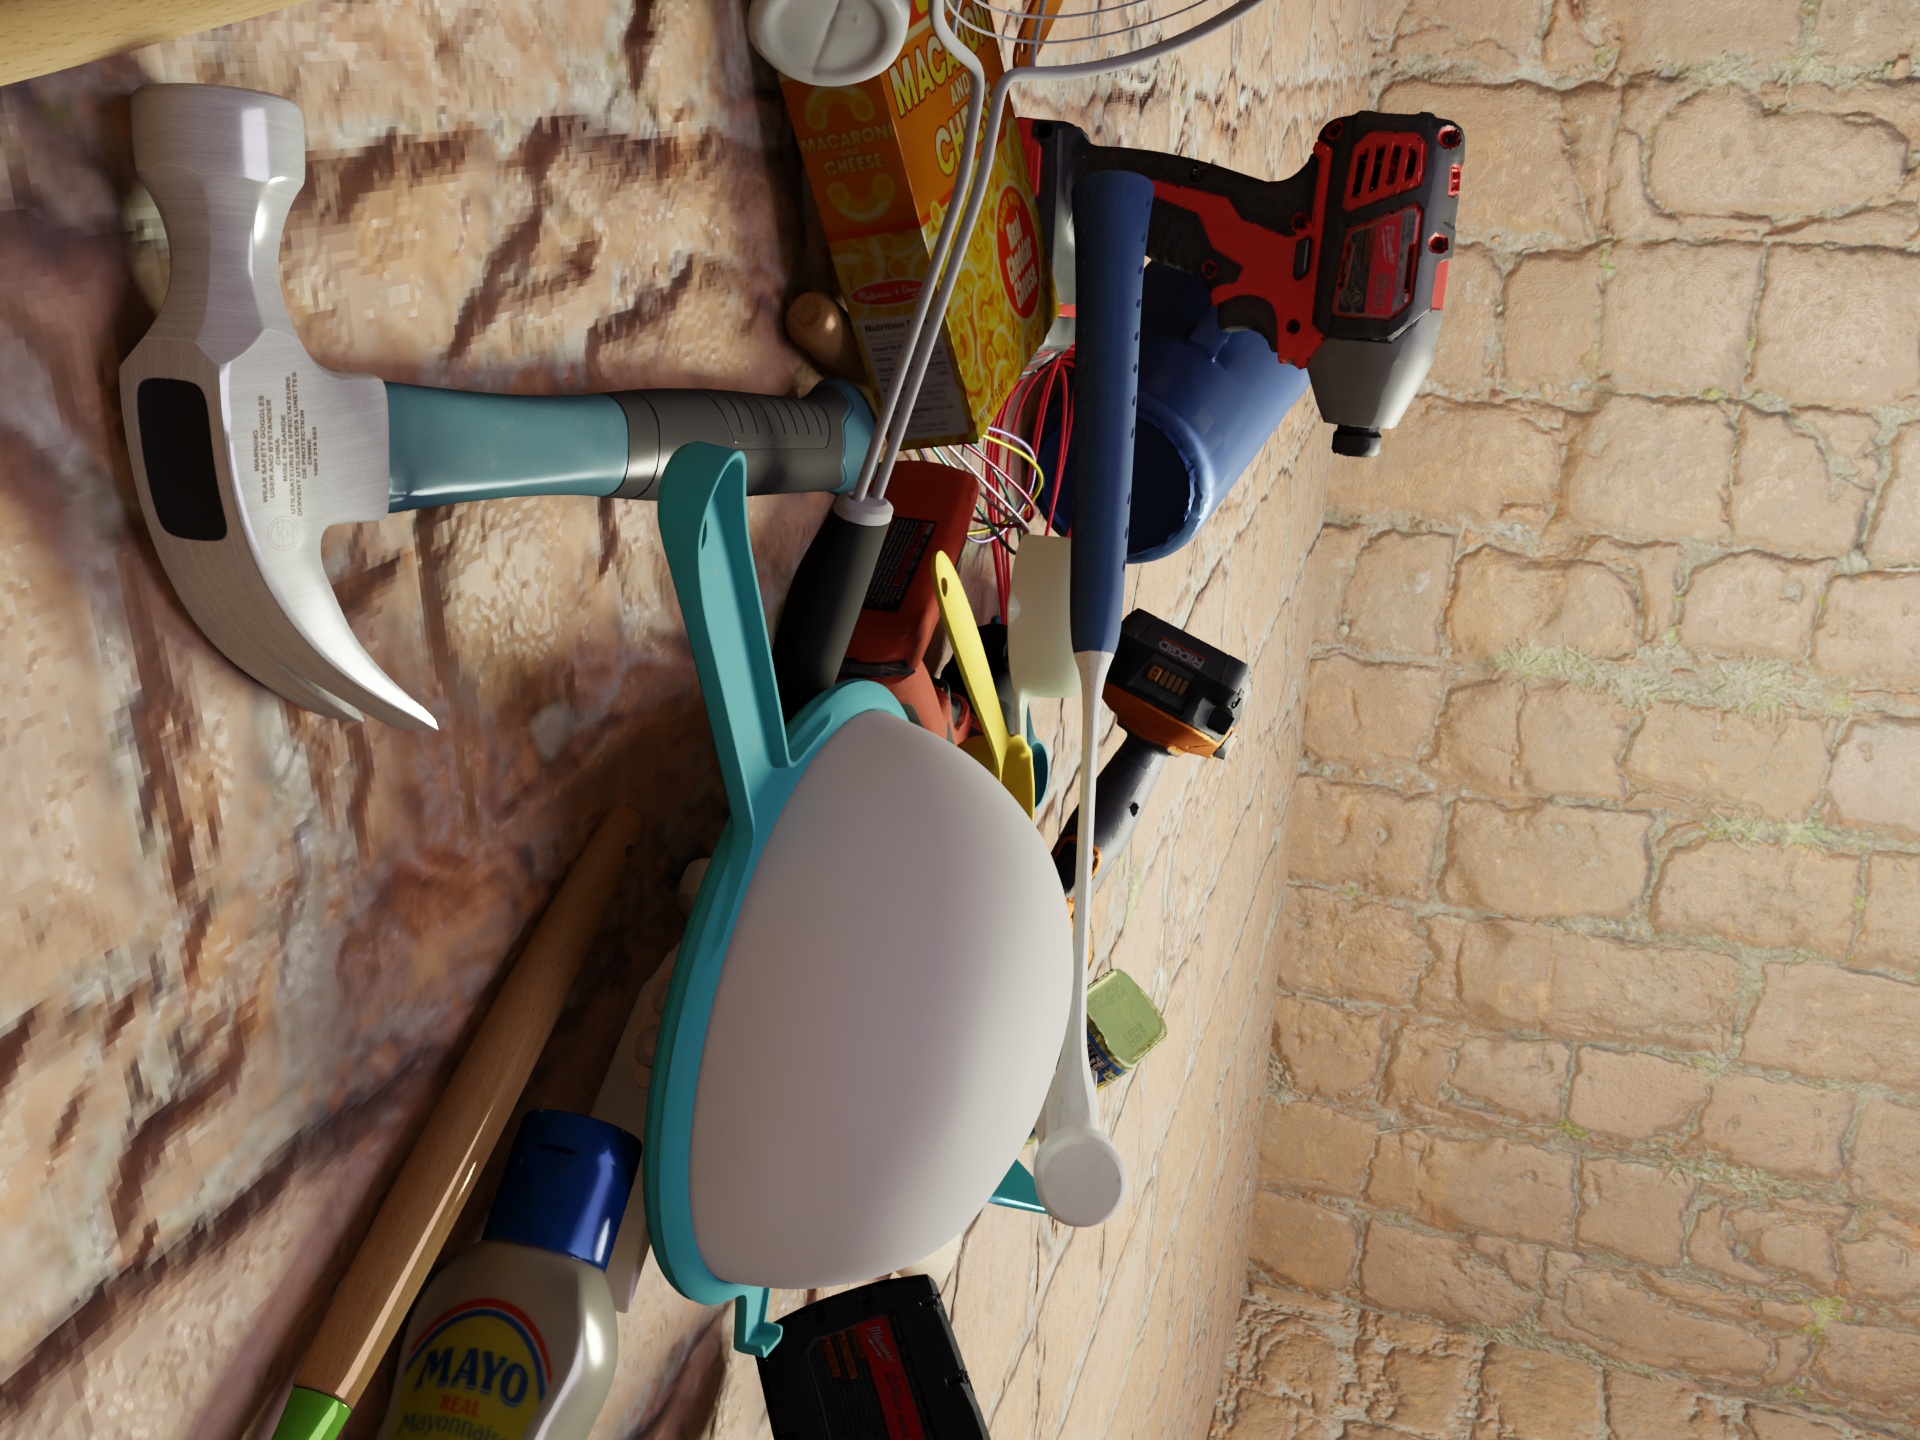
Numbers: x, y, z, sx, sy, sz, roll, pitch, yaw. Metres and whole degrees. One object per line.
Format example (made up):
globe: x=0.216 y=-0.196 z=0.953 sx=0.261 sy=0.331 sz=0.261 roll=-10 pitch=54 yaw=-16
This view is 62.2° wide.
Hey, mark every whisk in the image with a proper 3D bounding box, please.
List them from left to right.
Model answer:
whisk: x=-0.015 y=-0.120 z=0.676 sx=0.244 sy=0.047 sz=0.051 roll=28 pitch=59 yaw=-67
whisk: x=0.033 y=-0.053 z=0.834 sx=0.073 sy=0.073 sz=0.295 roll=-30 pitch=133 yaw=-68

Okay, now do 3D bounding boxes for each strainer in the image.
strainer: x=-0.018 y=0.057 z=0.479 sx=0.340 sy=0.095 sz=0.211 roll=86 pitch=22 yaw=-50

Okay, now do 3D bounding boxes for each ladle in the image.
ladle: x=-0.117 y=-0.178 z=0.347 sx=0.315 sy=0.031 sz=0.069 roll=-58 pitch=153 yaw=-49

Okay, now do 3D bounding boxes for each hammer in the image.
hammer: x=-0.094 y=-0.079 z=0.448 sx=0.331 sy=0.033 sz=0.128 roll=-27 pitch=123 yaw=-69
hammer: x=-0.060 y=0.205 z=0.684 sx=0.410 sy=0.038 sz=0.146 roll=67 pitch=36 yaw=-59
hammer: x=0.053 y=-0.016 z=0.652 sx=0.144 sy=0.035 sz=0.405 roll=94 pitch=-2 yaw=-88

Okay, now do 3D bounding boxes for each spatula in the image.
spatula: x=-0.017 y=0.176 z=0.788 sx=0.044 sy=0.082 sz=0.317 roll=-38 pitch=143 yaw=-13

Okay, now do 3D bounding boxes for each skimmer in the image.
skimmer: x=0.007 y=-0.107 z=0.491 sx=0.127 sy=0.090 sz=0.363 roll=-10 pitch=130 yaw=-48

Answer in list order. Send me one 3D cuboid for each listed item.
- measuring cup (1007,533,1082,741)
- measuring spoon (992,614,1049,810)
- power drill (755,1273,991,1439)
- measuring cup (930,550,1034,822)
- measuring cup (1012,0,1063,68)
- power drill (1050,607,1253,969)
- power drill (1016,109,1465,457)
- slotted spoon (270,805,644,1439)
measuring cup: x=0.045 y=-0.003 z=0.735 sx=0.083 sy=0.038 sz=0.167 roll=11 pitch=80 yaw=-78
measuring spoon: x=0.026 y=-0.004 z=0.906 sx=0.042 sy=0.021 sz=0.128 roll=-55 pitch=140 yaw=-47
power drill: x=-0.028 y=0.342 z=0.696 sx=0.188 sy=0.080 sz=0.226 roll=-119 pitch=-163 yaw=-53
measuring cup: x=-0.001 y=-0.002 z=0.613 sx=0.062 sy=0.029 sz=0.156 roll=-73 pitch=154 yaw=-44
measuring cup: x=0.027 y=-0.341 z=0.688 sx=0.095 sy=0.052 sz=0.174 roll=69 pitch=35 yaw=-57
power drill: x=0.076 y=0.056 z=0.880 sx=0.226 sy=0.084 sz=0.164 roll=-61 pitch=168 yaw=2
power drill: x=0.103 y=-0.195 z=0.706 sx=0.078 sy=0.220 sz=0.143 roll=-34 pitch=130 yaw=-67
slotted spoon: x=-0.146 y=0.145 z=0.399 sx=0.070 sy=0.031 sz=0.314 roll=79 pitch=24 yaw=-47
